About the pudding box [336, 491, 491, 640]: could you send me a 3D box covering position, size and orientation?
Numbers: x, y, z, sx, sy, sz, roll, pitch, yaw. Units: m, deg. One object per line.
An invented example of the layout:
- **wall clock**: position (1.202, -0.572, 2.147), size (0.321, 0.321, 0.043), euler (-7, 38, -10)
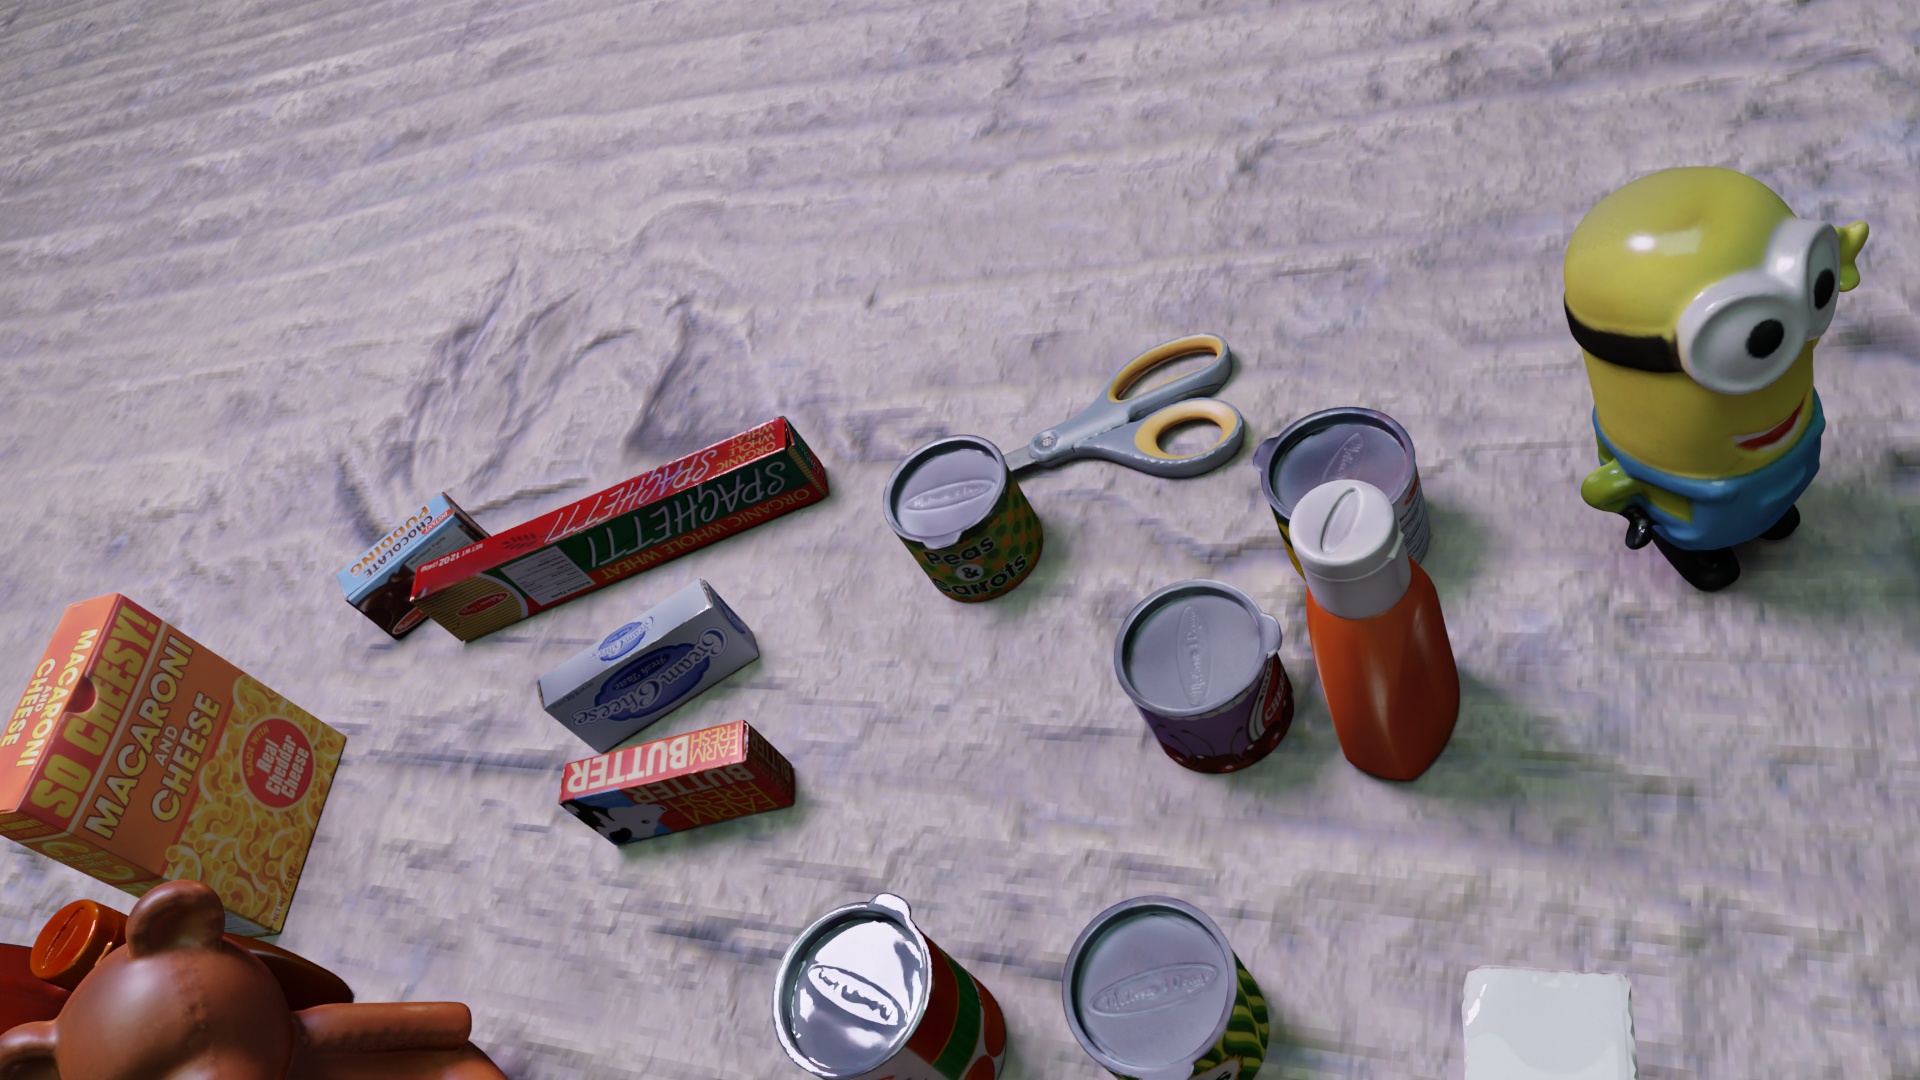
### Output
- **pudding box**: position (-0.335, 0.016, 0.860), size (0.084, 0.049, 0.030), euler (-41, 48, -7)

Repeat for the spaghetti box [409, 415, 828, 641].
- **spaghetti box**: position (-0.198, -0.004, 0.807), size (0.250, 0.050, 0.029), euler (-21, 49, 11)

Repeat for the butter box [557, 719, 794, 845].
- **butter box**: position (-0.138, 0.119, 0.681), size (0.103, 0.053, 0.024), euler (-15, 50, 16)

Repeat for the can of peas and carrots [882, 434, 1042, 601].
- **can of peas and carrots**: position (0.003, -0.009, 0.704), size (0.071, 0.058, 0.071), euler (-14, 51, 17)

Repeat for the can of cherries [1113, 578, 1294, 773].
- **can of cherries**: position (0.109, 0.060, 0.599), size (0.071, 0.058, 0.072), euler (-14, 51, 17)

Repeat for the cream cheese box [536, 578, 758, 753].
- **cream cheese box**: position (-0.164, 0.067, 0.733), size (0.104, 0.053, 0.024), euler (-32, 48, 1)

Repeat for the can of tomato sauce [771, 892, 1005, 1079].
- **can of tomato sauce**: position (-0.026, 0.188, 0.552), size (0.071, 0.082, 0.071), euler (-14, 51, 17)

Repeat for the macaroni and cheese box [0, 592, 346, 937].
- **macaroni and cheese box**: position (-0.417, 0.123, 0.741), size (0.040, 0.166, 0.124), euler (-12, 51, 19)

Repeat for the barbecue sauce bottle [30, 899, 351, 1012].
- **barbecue sauce bottle**: position (-0.361, 0.213, 0.656), size (0.043, 0.148, 0.065), euler (6, 59, 30)

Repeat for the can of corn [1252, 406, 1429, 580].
- **can of corn**: position (0.172, -0.017, 0.626), size (0.071, 0.058, 0.071), euler (-14, 51, 17)

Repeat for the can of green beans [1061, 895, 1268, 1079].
- **can of green beans**: position (0.079, 0.177, 0.526), size (0.071, 0.057, 0.071), euler (-14, 51, 17)

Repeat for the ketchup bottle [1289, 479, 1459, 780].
- **ketchup bottle**: position (0.160, 0.034, 0.533), size (0.043, 0.148, 0.065), euler (14, 63, 34)
